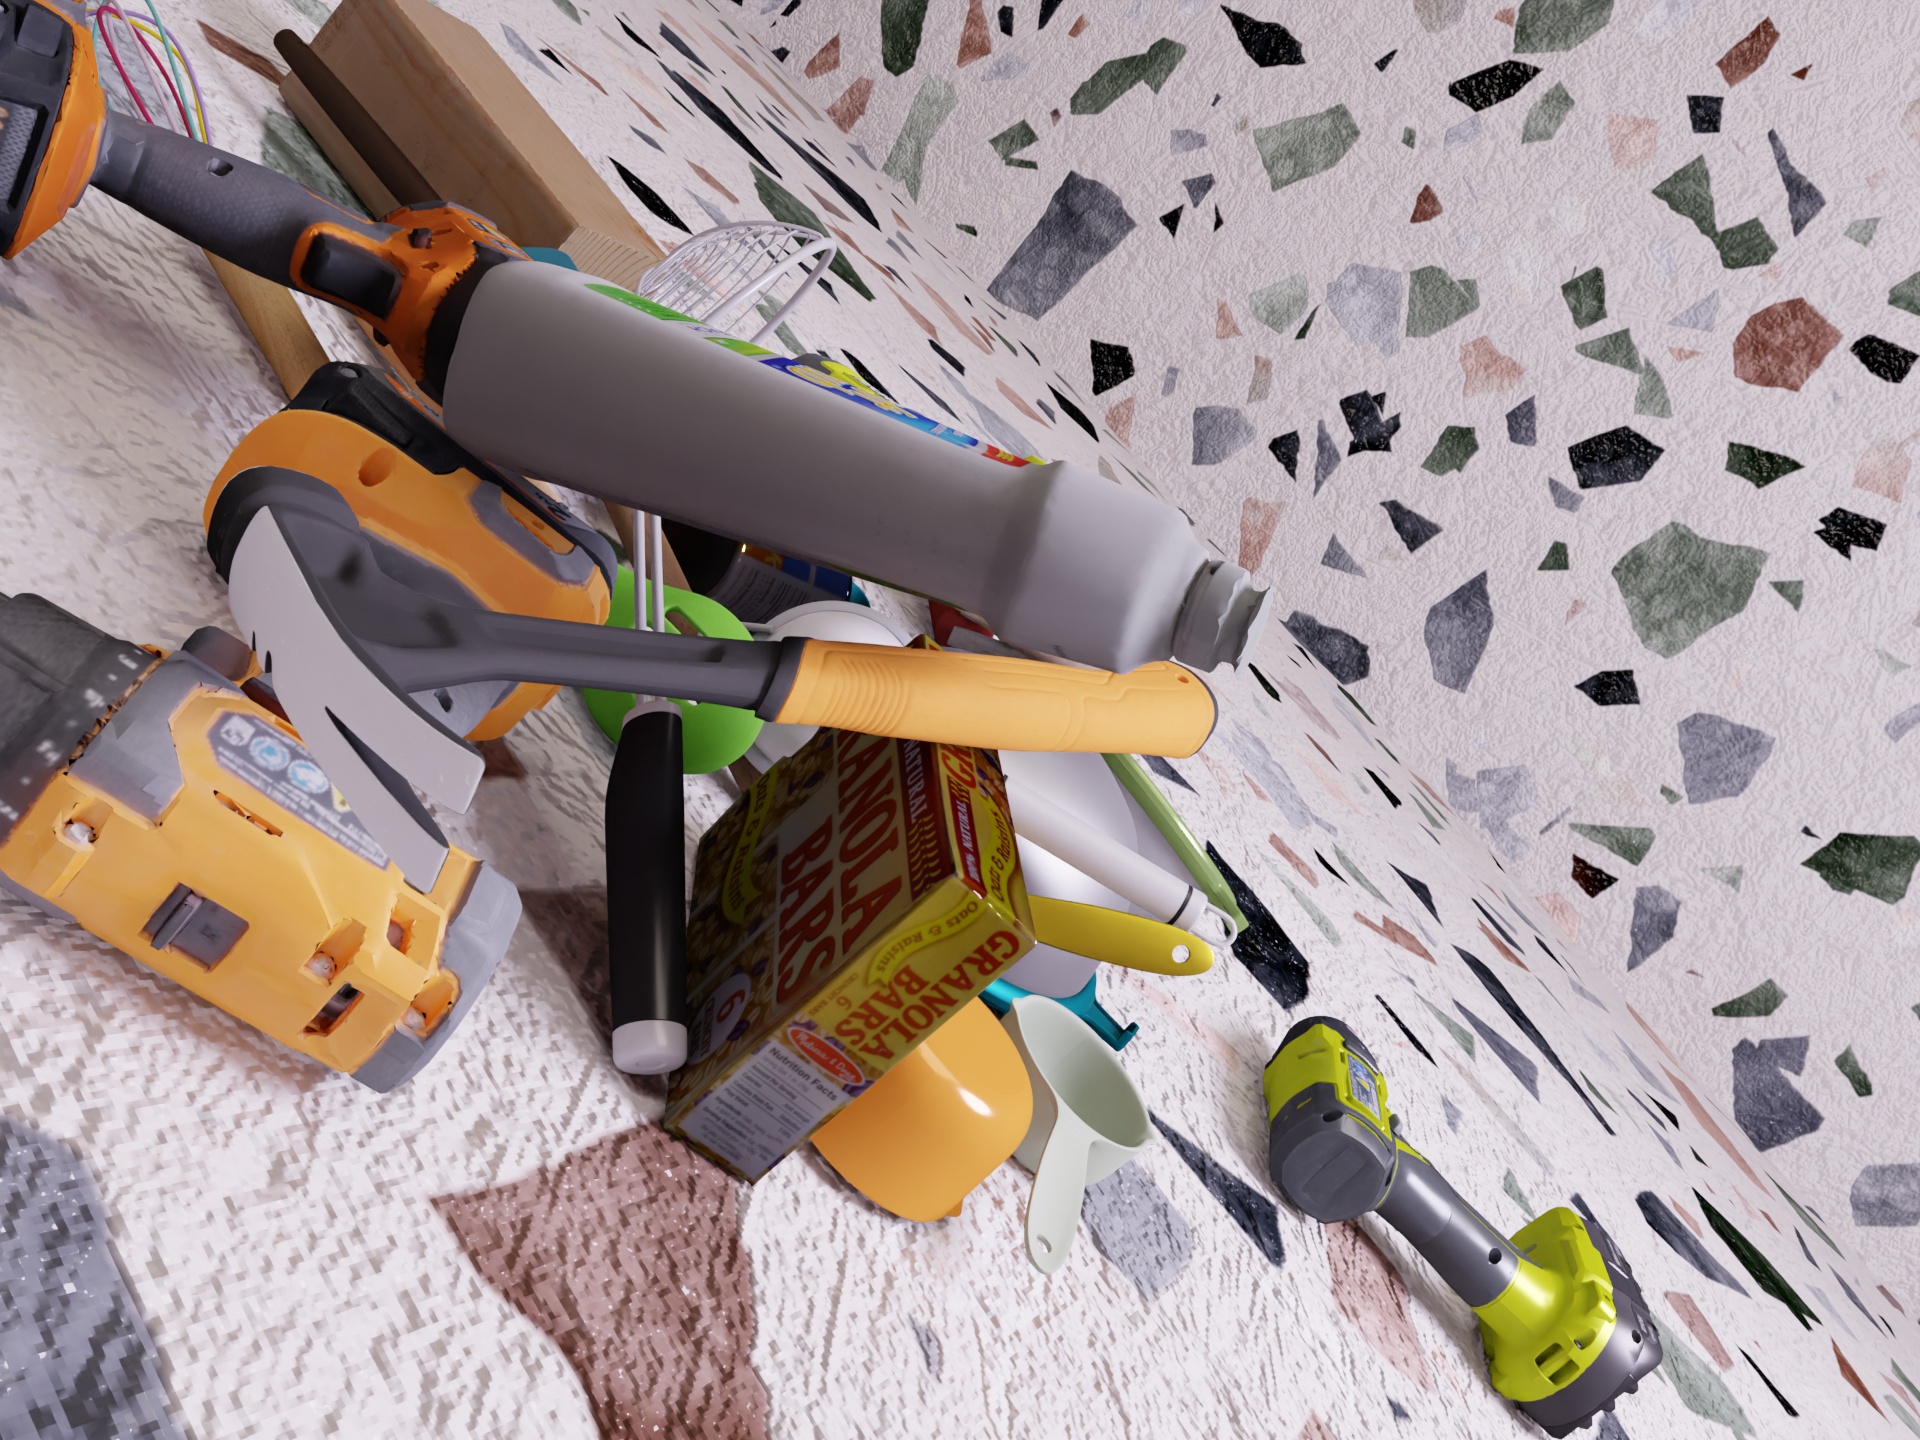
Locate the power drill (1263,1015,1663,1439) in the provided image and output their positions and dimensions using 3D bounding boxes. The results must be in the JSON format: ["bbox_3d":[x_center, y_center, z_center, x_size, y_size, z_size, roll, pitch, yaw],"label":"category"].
[{"bbox_3d":[0.260,0.260,0.864,0.223,0.080,0.171,42,17,-1],"label":"power drill"}]

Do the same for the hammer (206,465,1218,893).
[{"bbox_3d":[-0.029,-0.007,0.463,0.336,0.034,0.127,4,32,-46],"label":"hammer"}]

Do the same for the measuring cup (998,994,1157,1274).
[{"bbox_3d":[0.030,0.165,0.600,0.083,0.038,0.168,45,19,-4],"label":"measuring cup"}]

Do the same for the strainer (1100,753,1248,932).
[{"bbox_3d":[0.081,0.063,0.937,0.151,0.069,0.256,52,-1,-1],"label":"strainer"}]

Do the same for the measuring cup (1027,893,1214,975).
[{"bbox_3d":[0.030,0.080,0.633,0.156,0.062,0.029,14,-2,-6],"label":"measuring cup"}]

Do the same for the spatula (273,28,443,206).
[{"bbox_3d":[-0.251,-0.236,0.785,0.316,0.018,0.059,50,24,13],"label":"spatula"}]

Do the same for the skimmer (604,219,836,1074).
[{"bbox_3d":[-0.088,-0.044,0.586,0.090,0.127,0.364,19,50,-36],"label":"skimmer"}]

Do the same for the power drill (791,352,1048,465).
[{"bbox_3d":[0.014,-0.121,0.917,0.228,0.080,0.191,19,16,-44],"label":"power drill"}]

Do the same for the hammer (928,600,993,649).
[{"bbox_3d":[-0.029,-0.151,1.192,0.149,0.036,0.359,38,18,-24],"label":"hammer"}]

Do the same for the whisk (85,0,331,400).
[{"bbox_3d":[-0.315,-0.222,0.667,0.245,0.051,0.047,55,13,18],"label":"whisk"}]

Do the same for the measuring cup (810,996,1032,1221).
[{"bbox_3d":[-0.007,0.115,0.592,0.095,0.052,0.173,46,15,2],"label":"measuring cup"}]

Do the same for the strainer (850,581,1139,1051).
[{"bbox_3d":[-0.001,-0.003,0.805,0.210,0.095,0.341,34,20,-34],"label":"strainer"}]

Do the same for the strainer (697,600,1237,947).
[{"bbox_3d":[0.005,0.022,0.656,0.258,0.087,0.050,31,-18,-2],"label":"strainer"}]

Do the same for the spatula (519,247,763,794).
[{"bbox_3d":[-0.151,-0.094,0.707,0.082,0.044,0.318,-17,75,-37],"label":"spatula"}]

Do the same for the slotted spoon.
[{"bbox_3d":[-0.187,-0.097,0.675,0.314,0.070,0.031,47,-16,23],"label":"slotted spoon"}]

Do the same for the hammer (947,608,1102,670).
[{"bbox_3d":[0.028,-0.050,0.831,0.146,0.038,0.410,23,0,11],"label":"hammer"}]

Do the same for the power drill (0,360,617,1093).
[{"bbox_3d":[-0.194,-0.024,0.438,0.185,0.084,0.226,38,23,-20],"label":"power drill"}]

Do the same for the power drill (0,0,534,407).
[{"bbox_3d":[-0.241,-0.168,0.546,0.226,0.084,0.164,17,17,-39],"label":"power drill"}]
